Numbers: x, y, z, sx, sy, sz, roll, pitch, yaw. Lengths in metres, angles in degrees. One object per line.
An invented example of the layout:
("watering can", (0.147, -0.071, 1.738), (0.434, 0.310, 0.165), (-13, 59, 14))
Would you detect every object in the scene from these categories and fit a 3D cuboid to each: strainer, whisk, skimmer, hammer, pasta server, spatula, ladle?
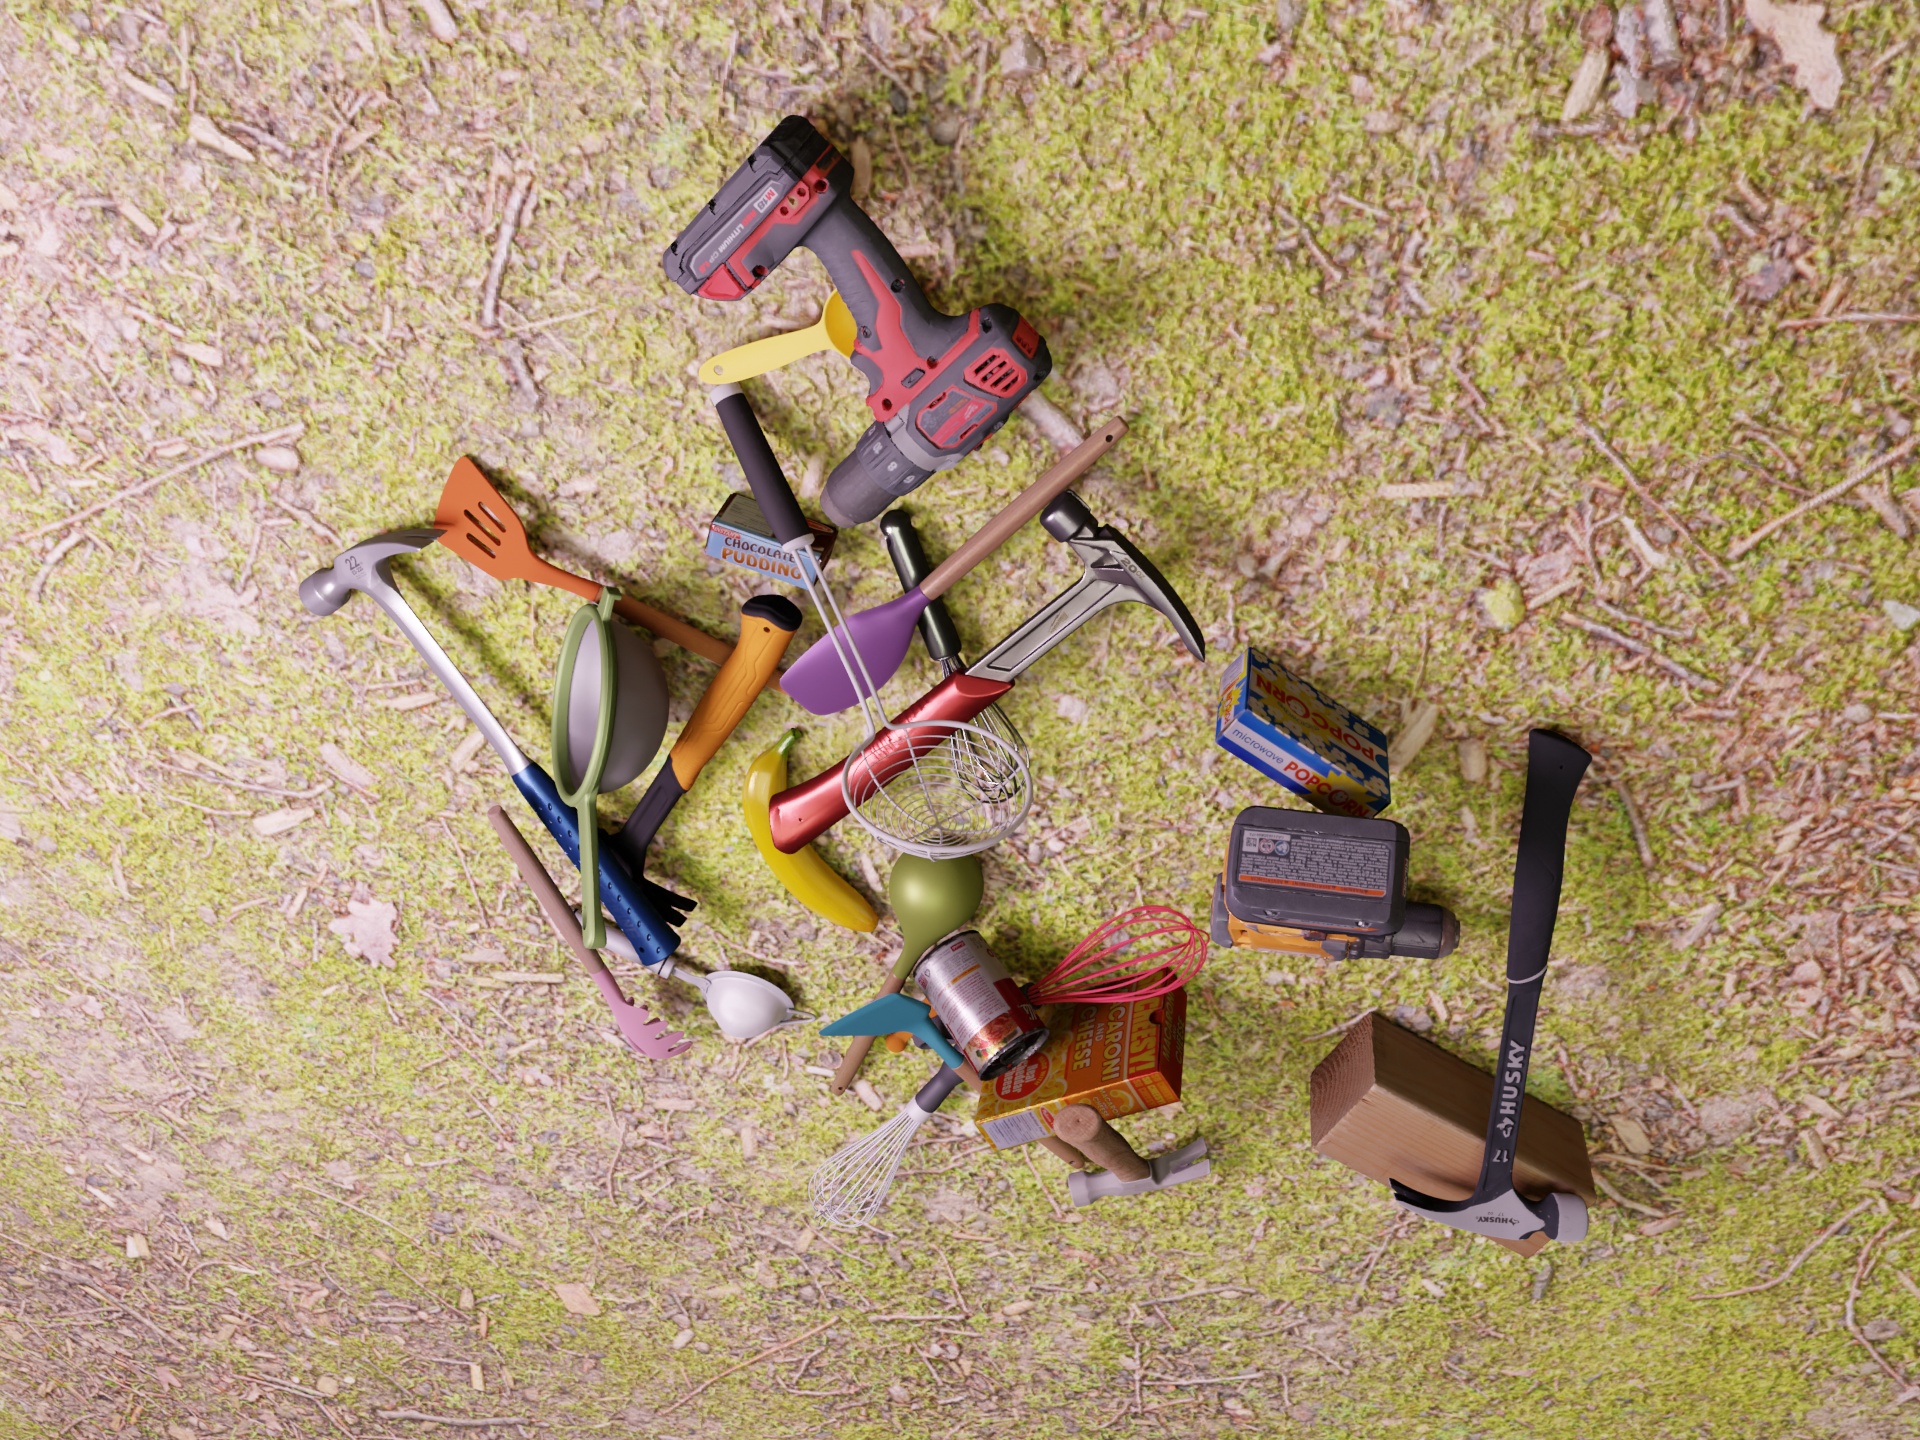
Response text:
("strainer", (-0.248, 0.040, 1.165), (0.069, 0.256, 0.151), (4, 158, -28))
("whisk", (-0.053, 0.368, 1.435), (0.070, 0.070, 0.284), (33, 117, -9))
("strainer", (-0.250, 0.222, 1.393), (0.258, 0.050, 0.086), (27, 138, -2))
("skimmer", (-0.072, -0.074, 1.066), (0.363, 0.127, 0.090), (64, 151, 2))
("hammer", (-0.203, 0.029, 1.239), (0.127, 0.034, 0.336), (36, 127, -2))
("pasta server", (-0.310, 0.183, 1.330), (0.060, 0.040, 0.315), (21, 144, 43))
("spatula", (-0.004, -0.104, 1.111), (0.316, 0.018, 0.059), (-40, 115, 22))
("ladle", (-0.060, 0.219, 1.354), (0.078, 0.062, 0.320), (12, 132, -16))
("hammer", (-0.350, 0.028, 1.258), (0.144, 0.035, 0.405), (-24, 108, 33))
("spatula", (0.011, 0.312, 1.353), (0.082, 0.044, 0.317), (-31, 123, 23))
("hammer", (0.126, 0.350, 1.288), (0.130, 0.031, 0.331), (-14, 155, 9))
("hammer", (0.411, 0.203, 1.178), (0.149, 0.036, 0.408), (2, 107, 3))
("spatula", (-0.249, -0.090, 1.206), (0.322, 0.041, 0.081), (26, 124, -10))
("hammer", (-0.002, -0.004, 1.144), (0.359, 0.037, 0.149), (-38, 105, 25))
("whisk", (0.075, 0.220, 1.309), (0.296, 0.073, 0.073), (-27, 113, 30))
("whisk", (-0.007, -0.044, 1.172), (0.059, 0.058, 0.246), (-27, 114, -12))

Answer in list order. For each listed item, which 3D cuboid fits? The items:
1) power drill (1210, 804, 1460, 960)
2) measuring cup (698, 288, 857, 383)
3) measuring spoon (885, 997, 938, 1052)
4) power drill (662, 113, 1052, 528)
("power drill", (0.273, 0.130, 1.140), (0.185, 0.084, 0.226), (6, 163, 11))
("measuring cup", (-0.105, -0.257, 1.067), (0.156, 0.029, 0.062), (-12, 118, 22))
("measuring spoon", (-0.030, 0.256, 1.381), (0.021, 0.011, 0.117), (35, 122, -11))
("power drill", (-0.078, -0.241, 1.008), (0.226, 0.080, 0.188), (42, 121, -18))
